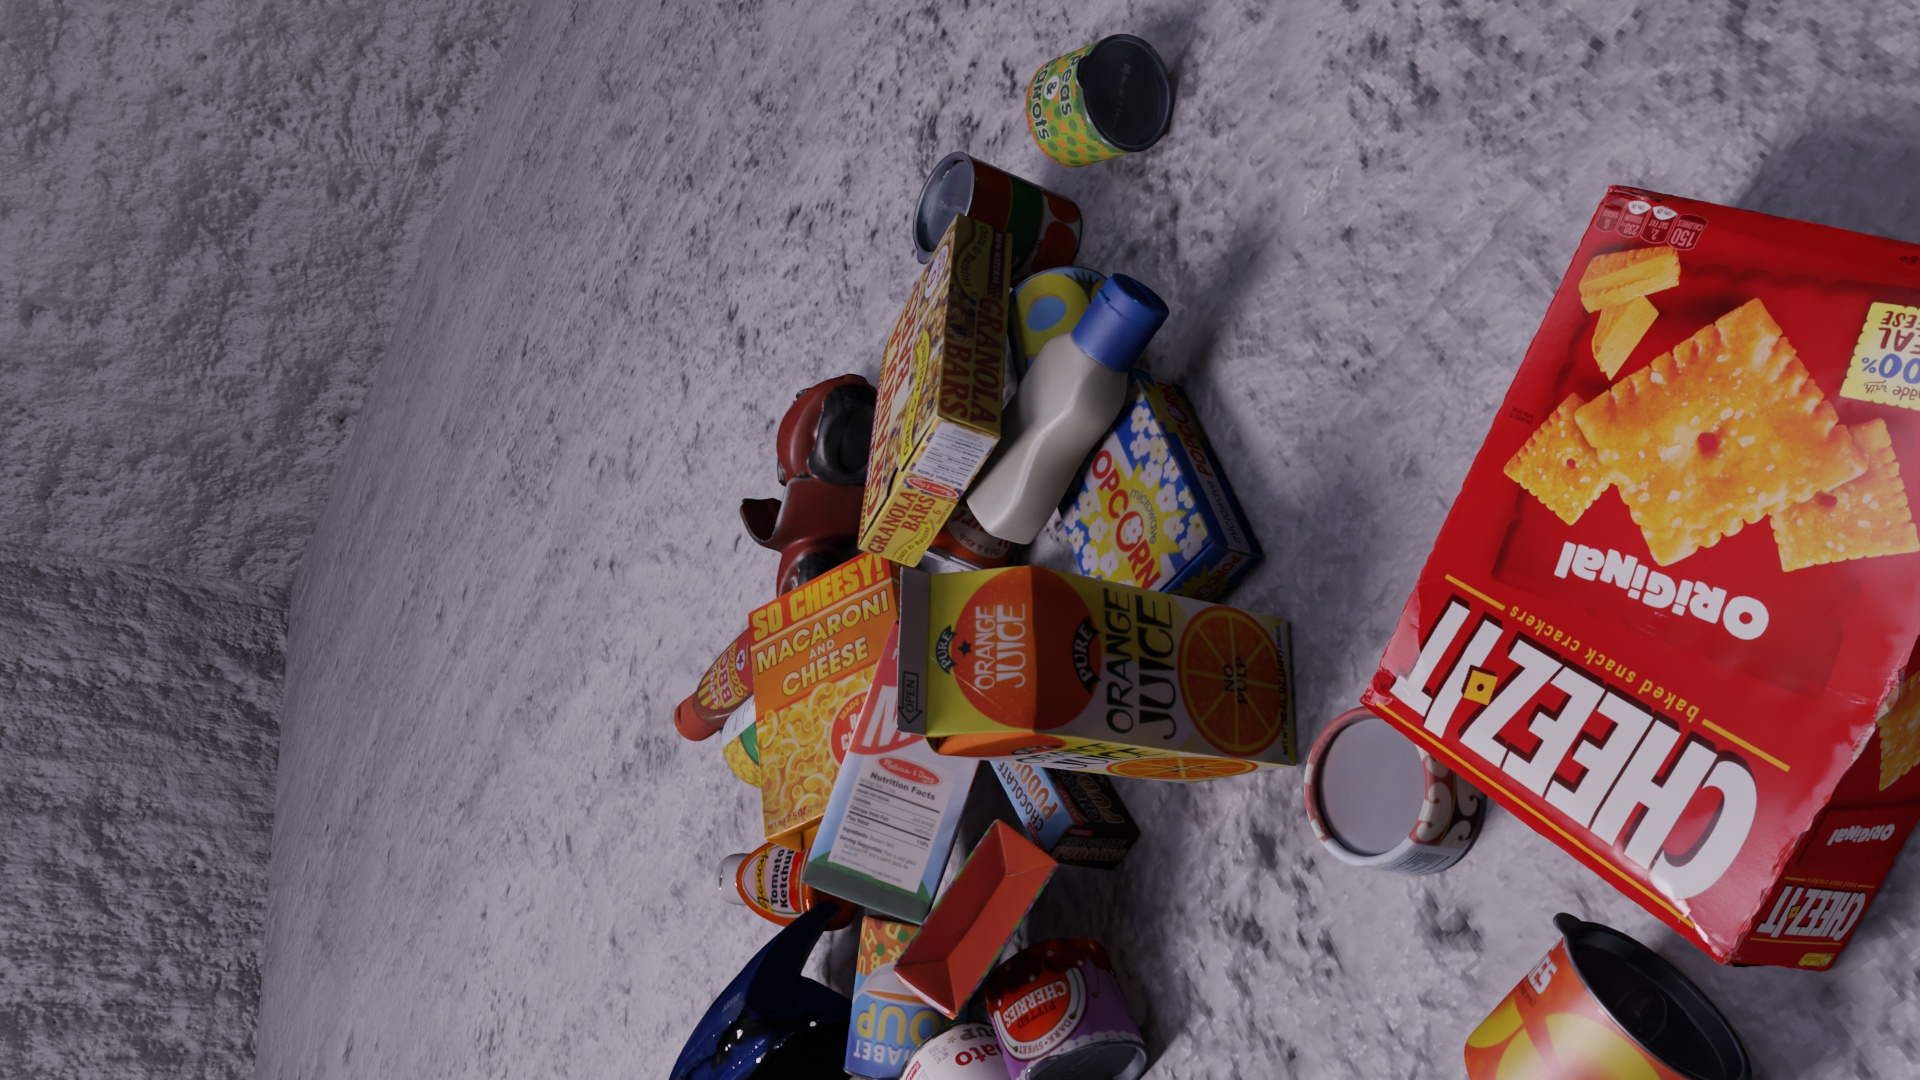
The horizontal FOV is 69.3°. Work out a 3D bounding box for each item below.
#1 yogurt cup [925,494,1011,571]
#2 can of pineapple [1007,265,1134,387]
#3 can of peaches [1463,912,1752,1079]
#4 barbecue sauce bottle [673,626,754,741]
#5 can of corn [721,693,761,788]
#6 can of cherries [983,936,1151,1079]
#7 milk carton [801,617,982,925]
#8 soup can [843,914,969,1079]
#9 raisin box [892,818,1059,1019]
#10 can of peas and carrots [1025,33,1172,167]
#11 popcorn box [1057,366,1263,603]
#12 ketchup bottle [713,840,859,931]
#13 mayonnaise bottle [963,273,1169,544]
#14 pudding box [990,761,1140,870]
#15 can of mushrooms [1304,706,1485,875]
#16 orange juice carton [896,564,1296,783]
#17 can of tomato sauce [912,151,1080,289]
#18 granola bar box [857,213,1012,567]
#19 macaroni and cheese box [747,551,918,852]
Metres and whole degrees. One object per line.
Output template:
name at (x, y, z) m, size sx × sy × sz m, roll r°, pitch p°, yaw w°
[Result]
yogurt cup at (0.003, -0.011, 0.840) m, size 0.072 × 0.072 × 0.054 m, roll 18°, pitch 85°, yaw 57°
can of pineapple at (0.063, -0.113, 0.787) m, size 0.070 × 0.071 × 0.058 m, roll -42°, pitch 46°, yaw 41°
can of peaches at (0.208, 0.168, 0.456) m, size 0.057 × 0.071 × 0.071 m, roll -61°, pitch 36°, yaw 24°
barbecue sauce bottle at (-0.175, 0.115, 1.077) m, size 0.148 × 0.044 × 0.065 m, roll -37°, pitch 50°, yaw 45°
can of corn at (-0.124, 0.136, 0.976) m, size 0.058 × 0.071 × 0.071 m, roll -41°, pitch 47°, yaw 43°
can of cherries at (0.049, 0.233, 0.668) m, size 0.071 × 0.071 × 0.058 m, roll -56°, pitch 37°, yaw 28°
milk carton at (-0.021, 0.109, 0.784) m, size 0.072 × 0.073 × 0.190 m, roll 92°, pitch -163°, yaw -83°
soup can at (-0.028, 0.256, 0.776) m, size 0.071 × 0.071 × 0.084 m, roll -11°, pitch 69°, yaw 55°
raisin box at (0.006, 0.192, 0.694) m, size 0.086 × 0.040 × 0.123 m, roll -54°, pitch -11°, yaw -17°
can of peas and carrots at (0.078, -0.256, 0.812) m, size 0.058 × 0.071 × 0.071 m, roll 5°, pitch 83°, yaw 58°
popcorn box at (0.097, -0.015, 0.722) m, size 0.084 × 0.038 × 0.127 m, roll -51°, pitch 40°, yaw 35°
ketchup bottle at (-0.121, 0.232, 0.951) m, size 0.148 × 0.043 × 0.065 m, roll -19°, pitch 61°, yaw 53°
mayonnaise bottle at (0.054, -0.070, 0.733) m, size 0.147 × 0.041 × 0.065 m, roll -55°, pitch 36°, yaw 27°
pudding box at (0.051, 0.130, 0.724) m, size 0.030 × 0.050 × 0.084 m, roll -58°, pitch 36°, yaw 23°
can of mushrooms at (0.175, 0.099, 0.565) m, size 0.071 × 0.033 × 0.071 m, roll -27°, pitch 57°, yaw 51°
orange juice carton at (0.054, 0.060, 0.614) m, size 0.073 × 0.193 × 0.072 m, roll -24°, pitch 60°, yaw 52°
can of tomato sauce at (0.022, -0.193, 0.861) m, size 0.071 × 0.083 × 0.071 m, roll -27°, pitch 57°, yaw 50°
granola bar box at (-0.015, -0.087, 0.798) m, size 0.123 × 0.039 × 0.166 m, roll 124°, pitch 157°, yaw -47°
macaroni and cheese box at (-0.075, 0.101, 0.901) m, size 0.123 × 0.040 × 0.167 m, roll -27°, pitch 53°, yaw 23°
